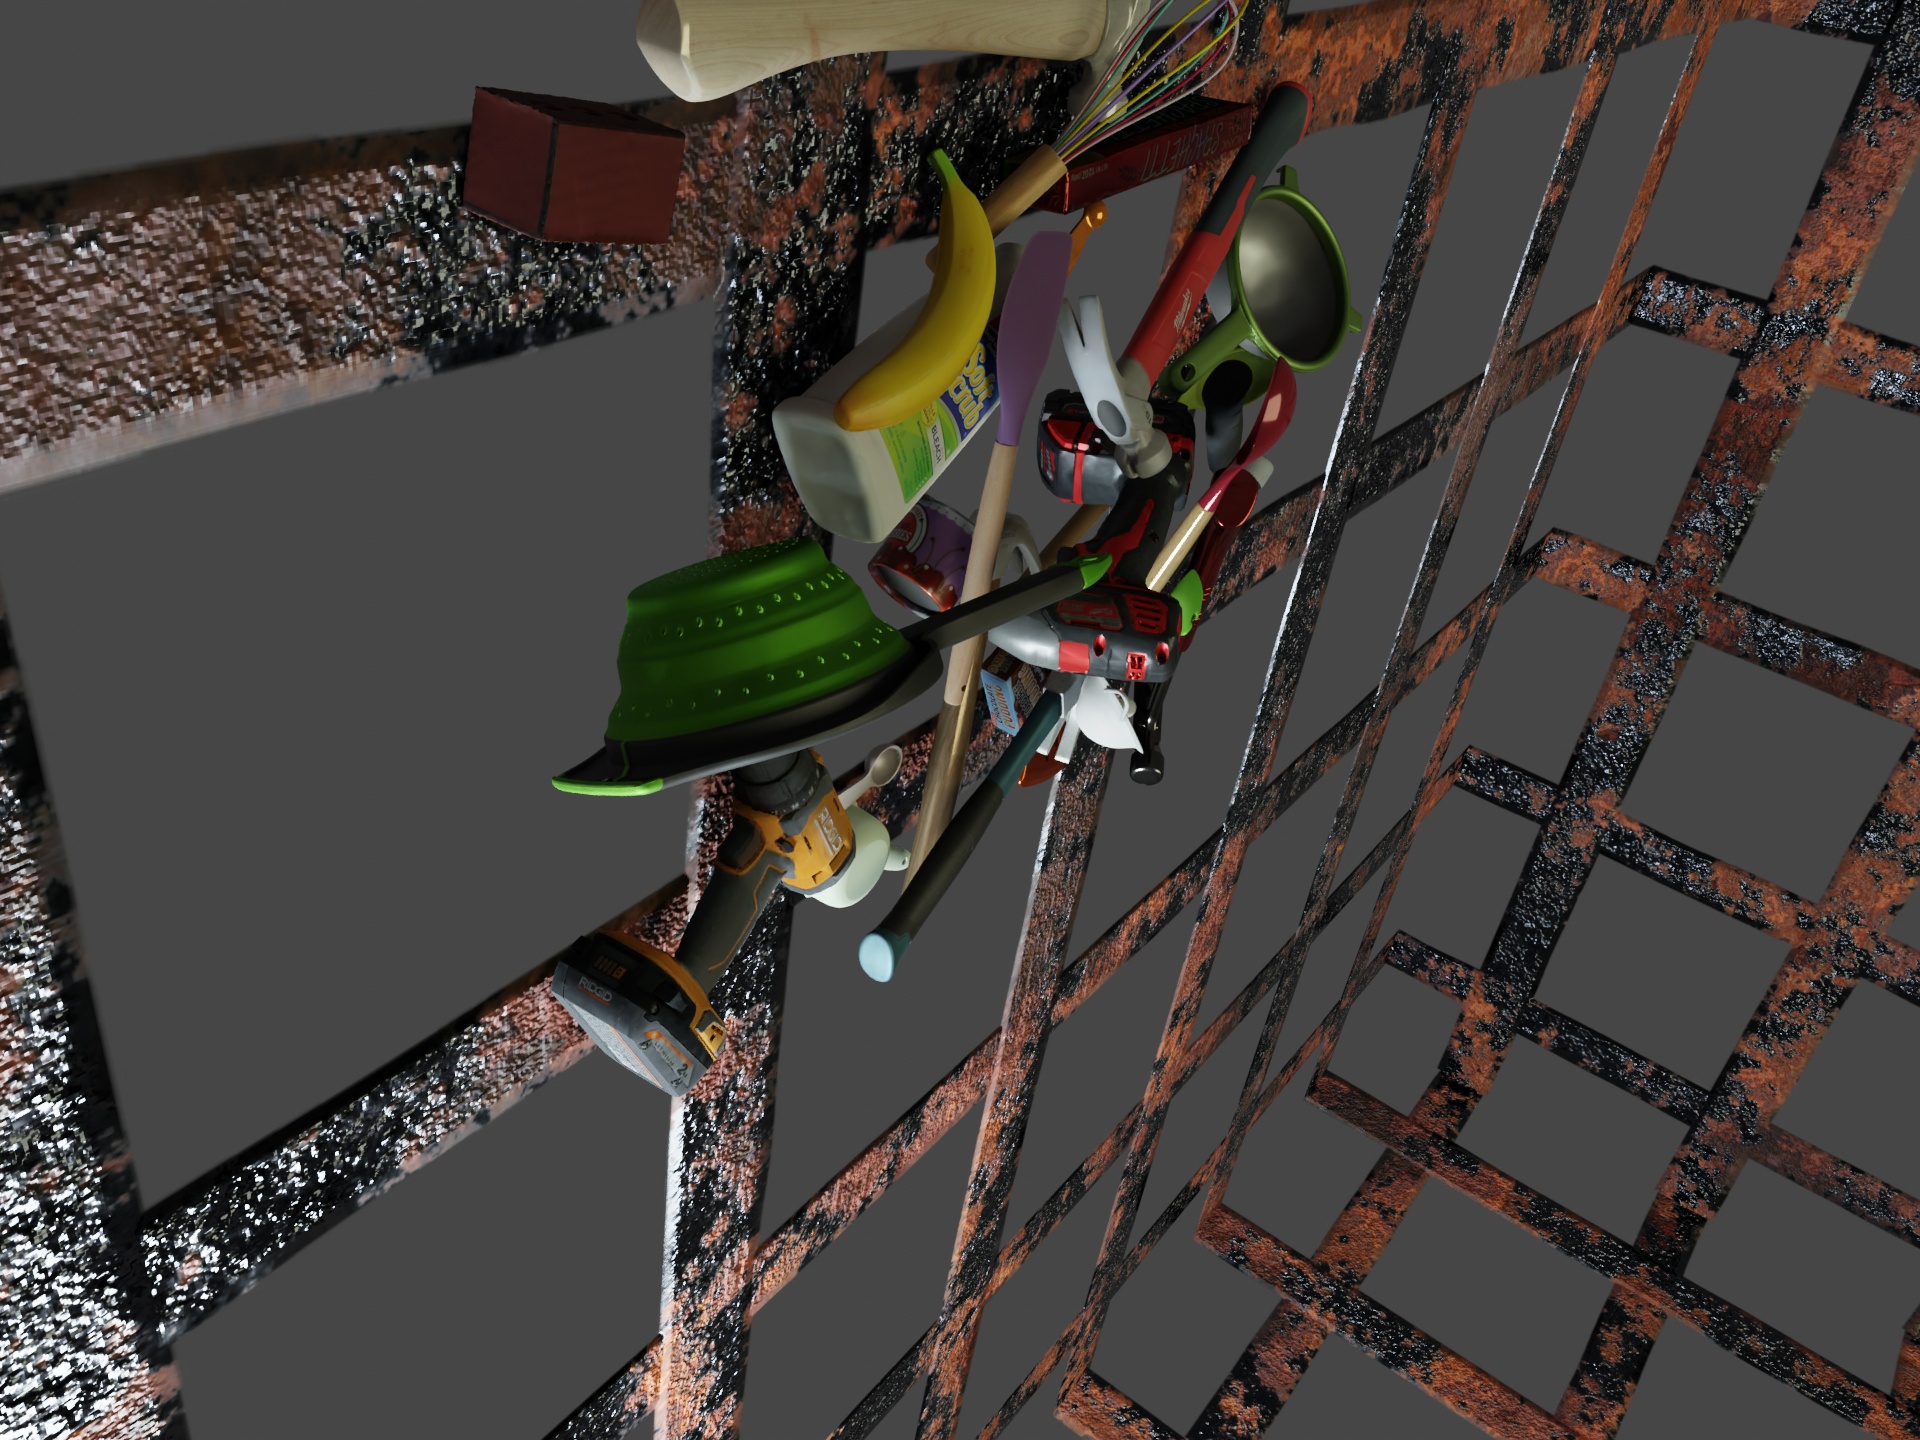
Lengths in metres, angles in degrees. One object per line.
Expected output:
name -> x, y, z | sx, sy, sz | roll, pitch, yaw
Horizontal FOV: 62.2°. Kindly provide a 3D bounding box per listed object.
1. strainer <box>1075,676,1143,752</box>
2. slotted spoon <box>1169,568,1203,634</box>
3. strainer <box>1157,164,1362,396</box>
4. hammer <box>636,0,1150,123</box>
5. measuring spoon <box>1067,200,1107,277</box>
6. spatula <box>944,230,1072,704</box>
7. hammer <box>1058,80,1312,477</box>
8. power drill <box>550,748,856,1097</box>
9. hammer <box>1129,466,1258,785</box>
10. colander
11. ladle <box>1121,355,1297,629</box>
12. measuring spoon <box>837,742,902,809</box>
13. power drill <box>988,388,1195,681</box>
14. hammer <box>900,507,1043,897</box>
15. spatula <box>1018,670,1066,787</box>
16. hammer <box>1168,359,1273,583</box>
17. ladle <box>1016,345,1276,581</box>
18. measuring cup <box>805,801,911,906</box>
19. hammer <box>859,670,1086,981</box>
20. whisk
strainer -> 0.130, -0.008, 1.351 | 0.050, 0.087, 0.258 | -29, 176, 10
slotted spoon -> 0.156, -0.077, 1.323 | 0.070, 0.031, 0.314 | -58, -178, -4
strainer -> 0.216, -0.321, 1.270 | 0.256, 0.069, 0.151 | -44, 113, -32
hammer -> -0.012, -0.388, 0.853 | 0.410, 0.038, 0.146 | -30, 138, -47
measuring spoon -> 0.068, -0.291, 1.013 | 0.021, 0.011, 0.117 | 53, 56, -42
spatula -> 0.023, -0.153, 1.019 | 0.059, 0.018, 0.315 | -19, 128, -48
hammer -> 0.174, -0.356, 1.145 | 0.386, 0.038, 0.143 | -61, 139, -30
power drill -> -0.159, 0.105, 1.018 | 0.226, 0.084, 0.185 | -54, 152, -24
hammer -> 0.193, -0.094, 1.357 | 0.358, 0.036, 0.149 | 100, -2, -57
colander -> -0.060, -0.071, 0.925 | 0.397, 0.204, 0.094 | -25, 106, -37
ladle -> 0.172, -0.144, 1.194 | 0.315, 0.031, 0.069 | -58, -174, 46
measuring spoon -> -0.092, 0.056, 1.168 | 0.124, 0.018, 0.034 | -39, 143, -27
power drill -> 0.092, -0.128, 1.123 | 0.078, 0.143, 0.220 | 86, 13, -56
hammer -> -0.002, -0.004, 1.226 | 0.130, 0.031, 0.331 | -23, 130, -54
spatula -> 0.124, -0.084, 1.358 | 0.081, 0.041, 0.322 | -18, 141, -55
hammer -> 0.213, -0.208, 1.311 | 0.149, 0.036, 0.408 | -57, 169, -1
ladle -> 0.154, -0.208, 1.312 | 0.320, 0.062, 0.078 | -49, 158, -20
measuring cup -> -0.065, 0.111, 1.234 | 0.083, 0.038, 0.167 | -64, 153, 4
hammer -> 0.018, 0.064, 1.243 | 0.331, 0.033, 0.128 | -54, 154, -31
whisk -> 0.074, -0.352, 0.951 | 0.245, 0.047, 0.051 | -41, 156, 10
